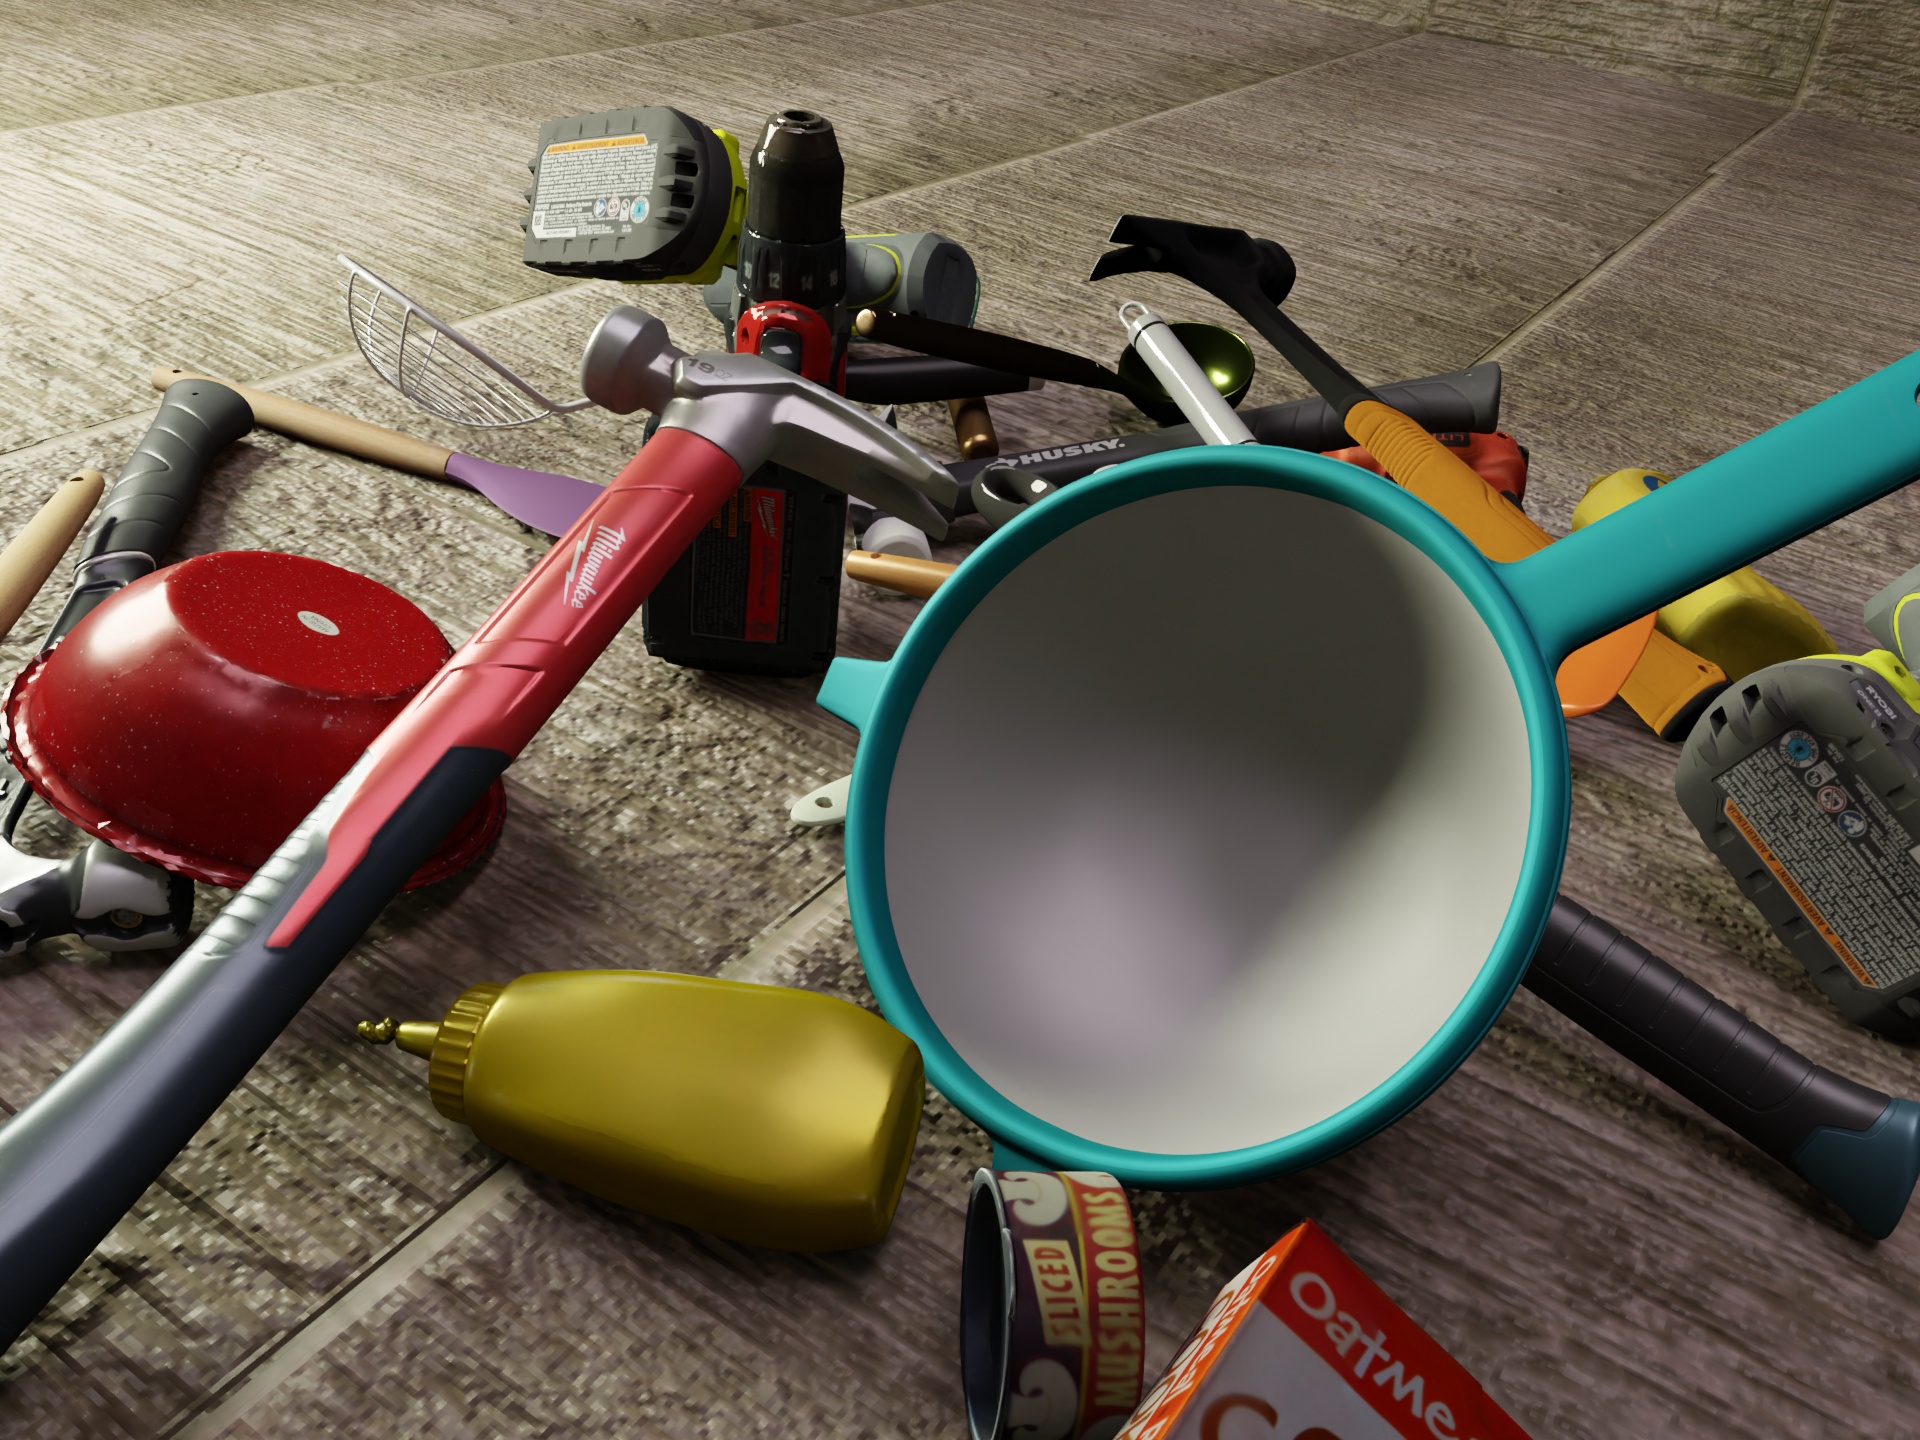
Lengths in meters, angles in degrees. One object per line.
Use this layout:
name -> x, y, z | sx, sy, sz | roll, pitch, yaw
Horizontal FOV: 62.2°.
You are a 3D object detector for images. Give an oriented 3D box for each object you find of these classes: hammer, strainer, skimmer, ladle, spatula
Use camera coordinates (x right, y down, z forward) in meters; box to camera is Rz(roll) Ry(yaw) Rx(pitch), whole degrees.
hammer -> 0.195, -0.115, 0.694 | 0.127, 0.034, 0.337 | -8, 49, -42
hammer -> 0.157, 0.048, 0.527 | 0.331, 0.128, 0.033 | 36, 42, 23
strainer -> 0.130, 0.002, 0.455 | 0.340, 0.095, 0.211 | -29, 61, 17
skimmer -> -0.134, -0.207, 0.841 | 0.363, 0.090, 0.127 | -5, 10, -10
ladle -> 0.058, -0.198, 0.837 | 0.078, 0.062, 0.320 | 37, 24, 29
hammer -> 0.108, -0.137, 0.793 | 0.334, 0.035, 0.146 | -11, 34, -3
hammer -> -0.347, -0.048, 0.633 | 0.149, 0.036, 0.409 | -2, 34, -11
spatula -> 0.088, -0.041, 0.604 | 0.323, 0.041, 0.081 | 14, 39, 30
hammer -> -0.141, 0.019, 0.469 | 0.143, 0.038, 0.386 | 27, 54, 6
spatula -> -0.274, -0.131, 0.788 | 0.316, 0.018, 0.060 | 18, 33, 15
strainer -> 0.131, -0.111, 0.713 | 0.087, 0.050, 0.259 | -29, 56, 1
ladle -> -0.343, -0.019, 0.535 | 0.069, 0.031, 0.316 | -1, 31, -9

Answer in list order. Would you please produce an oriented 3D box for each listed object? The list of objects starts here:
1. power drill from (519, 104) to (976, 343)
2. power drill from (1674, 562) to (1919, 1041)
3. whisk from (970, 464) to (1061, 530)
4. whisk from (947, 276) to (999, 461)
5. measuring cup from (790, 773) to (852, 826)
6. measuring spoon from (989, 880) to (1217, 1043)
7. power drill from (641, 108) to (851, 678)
power drill -> -0.128, -0.261, 0.890 | 0.191, 0.080, 0.228 | 11, 3, 36
power drill -> 0.386, 0.025, 0.598 | 0.223, 0.080, 0.171 | -18, 68, -36
whisk -> 0.112, -0.034, 0.650 | 0.296, 0.073, 0.073 | 36, 43, 29
whisk -> -0.001, -0.216, 0.953 | 0.051, 0.047, 0.245 | -9, 39, -2
measuring cup -> -0.001, -0.002, 0.622 | 0.083, 0.038, 0.167 | 31, 38, 32
measuring spoon -> 0.056, 0.080, 0.523 | 0.129, 0.021, 0.042 | 22, 36, 23
power drill -> -0.083, -0.146, 0.699 | 0.080, 0.187, 0.227 | 6, 37, -4
